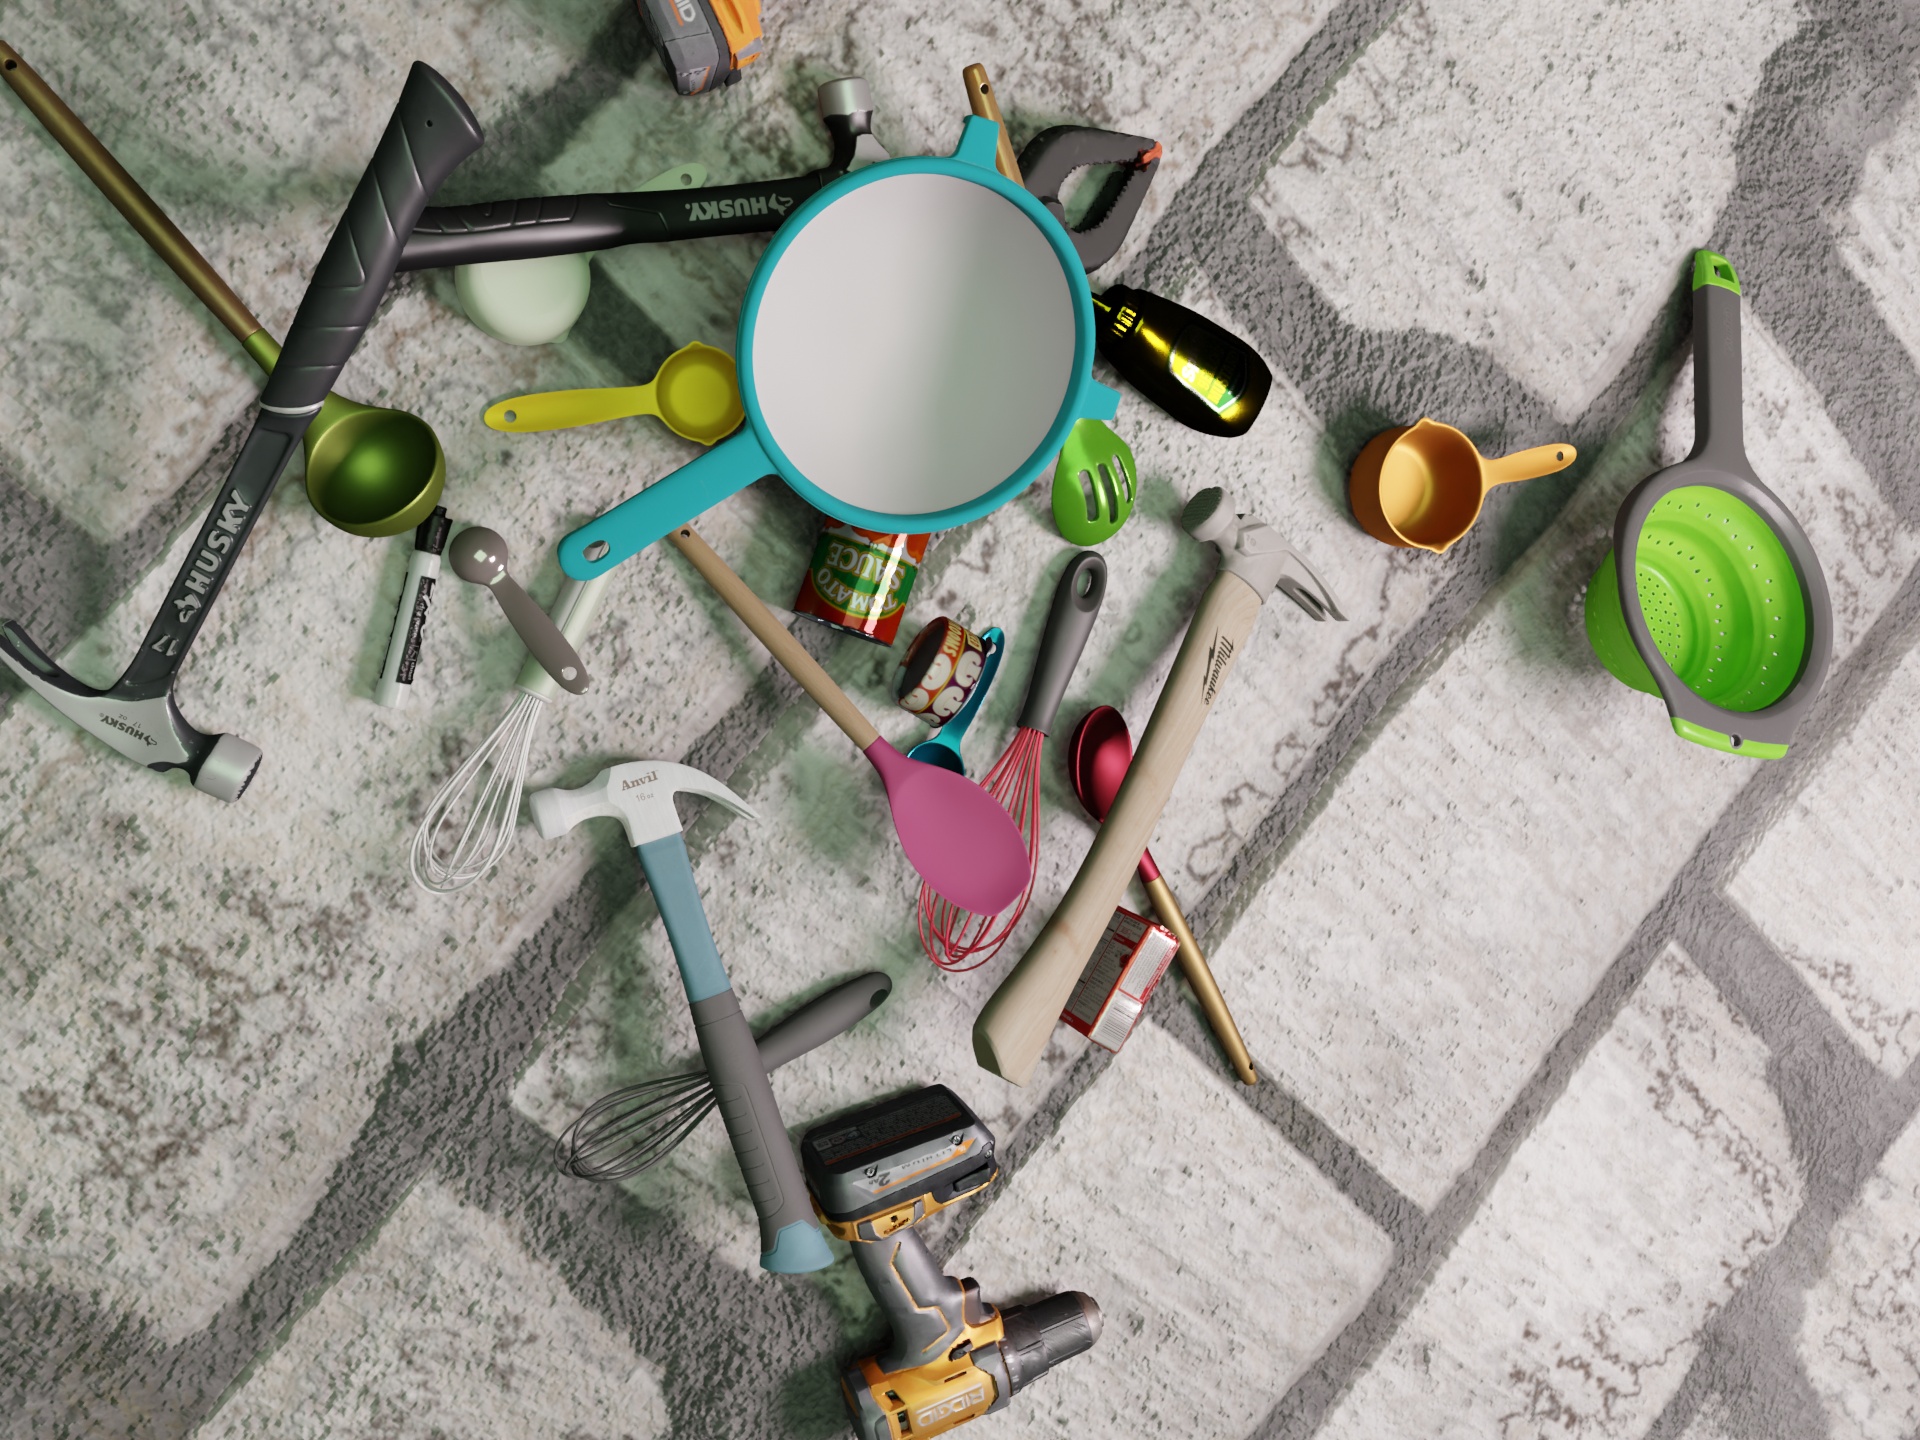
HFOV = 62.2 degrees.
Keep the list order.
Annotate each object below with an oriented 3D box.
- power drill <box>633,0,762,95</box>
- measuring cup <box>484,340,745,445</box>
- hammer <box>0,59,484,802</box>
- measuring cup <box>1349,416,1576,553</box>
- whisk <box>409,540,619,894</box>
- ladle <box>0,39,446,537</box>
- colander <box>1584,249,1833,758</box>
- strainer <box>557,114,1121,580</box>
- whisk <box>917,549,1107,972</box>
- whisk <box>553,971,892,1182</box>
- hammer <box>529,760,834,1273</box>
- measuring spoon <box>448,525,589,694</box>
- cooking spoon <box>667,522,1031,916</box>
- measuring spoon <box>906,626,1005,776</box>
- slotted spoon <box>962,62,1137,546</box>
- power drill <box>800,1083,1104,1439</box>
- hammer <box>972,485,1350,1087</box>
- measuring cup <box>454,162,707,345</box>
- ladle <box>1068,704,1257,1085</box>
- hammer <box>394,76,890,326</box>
[{"bbox_3d":[-0.076,-0.443,0.912,0.226,0.164,0.084,-26,105,-2],"label":"power drill"},{"bbox_3d":[-0.205,-0.190,0.956,0.156,0.029,0.062,-8,99,-7],"label":"measuring cup"},{"bbox_3d":[-0.362,-0.151,0.829,0.149,0.036,0.409,29,106,-17],"label":"hammer"},{"bbox_3d":[0.358,-0.176,1.142,0.173,0.052,0.095,-14,101,-20],"label":"measuring cup"},{"bbox_3d":[-0.258,-0.009,0.943,0.059,0.058,0.246,34,78,-55],"label":"whisk"},{"bbox_3d":[-0.403,-0.232,0.859,0.078,0.062,0.320,-43,105,-13],"label":"ladle"},{"bbox_3d":[0.545,-0.161,1.202,0.204,0.094,0.397,12,74,-20],"label":"colander"},{"bbox_3d":[-0.089,-0.189,0.927,0.340,0.095,0.210,-32,120,-2],"label":"strainer"},{"bbox_3d":[0.041,0.025,1.050,0.073,0.073,0.296,23,82,-21],"label":"whisk"},{"bbox_3d":[-0.146,0.222,1.011,0.239,0.055,0.055,-28,105,-19],"label":"whisk"},{"bbox_3d":[-0.150,0.182,0.974,0.128,0.033,0.331,-19,89,-20],"label":"hammer"},{"bbox_3d":[-0.256,-0.064,0.924,0.034,0.018,0.124,-38,81,-8],"label":"measuring spoon"},{"bbox_3d":[-0.073,-0.005,0.987,0.069,0.017,0.319,-43,95,-14],"label":"cooking spoon"},{"bbox_3d":[-0.002,-0.003,1.054,0.042,0.021,0.129,26,78,-8],"label":"measuring spoon"},{"bbox_3d":[0.054,-0.251,0.999,0.070,0.031,0.313,-30,117,-20],"label":"slotted spoon"},{"bbox_3d":[-0.003,0.362,1.061,0.185,0.084,0.226,-16,106,-18],"label":"power drill"},{"bbox_3d":[0.127,0.054,1.053,0.146,0.038,0.411,35,75,-28],"label":"hammer"},{"bbox_3d":[-0.216,-0.283,0.928,0.167,0.038,0.083,-35,107,-11],"label":"measuring cup"},{"bbox_3d":[0.145,0.130,1.112,0.069,0.031,0.315,-42,113,-39],"label":"ladle"},{"bbox_3d":[-0.185,-0.281,0.909,0.334,0.035,0.146,-16,103,-29],"label":"hammer"}]
